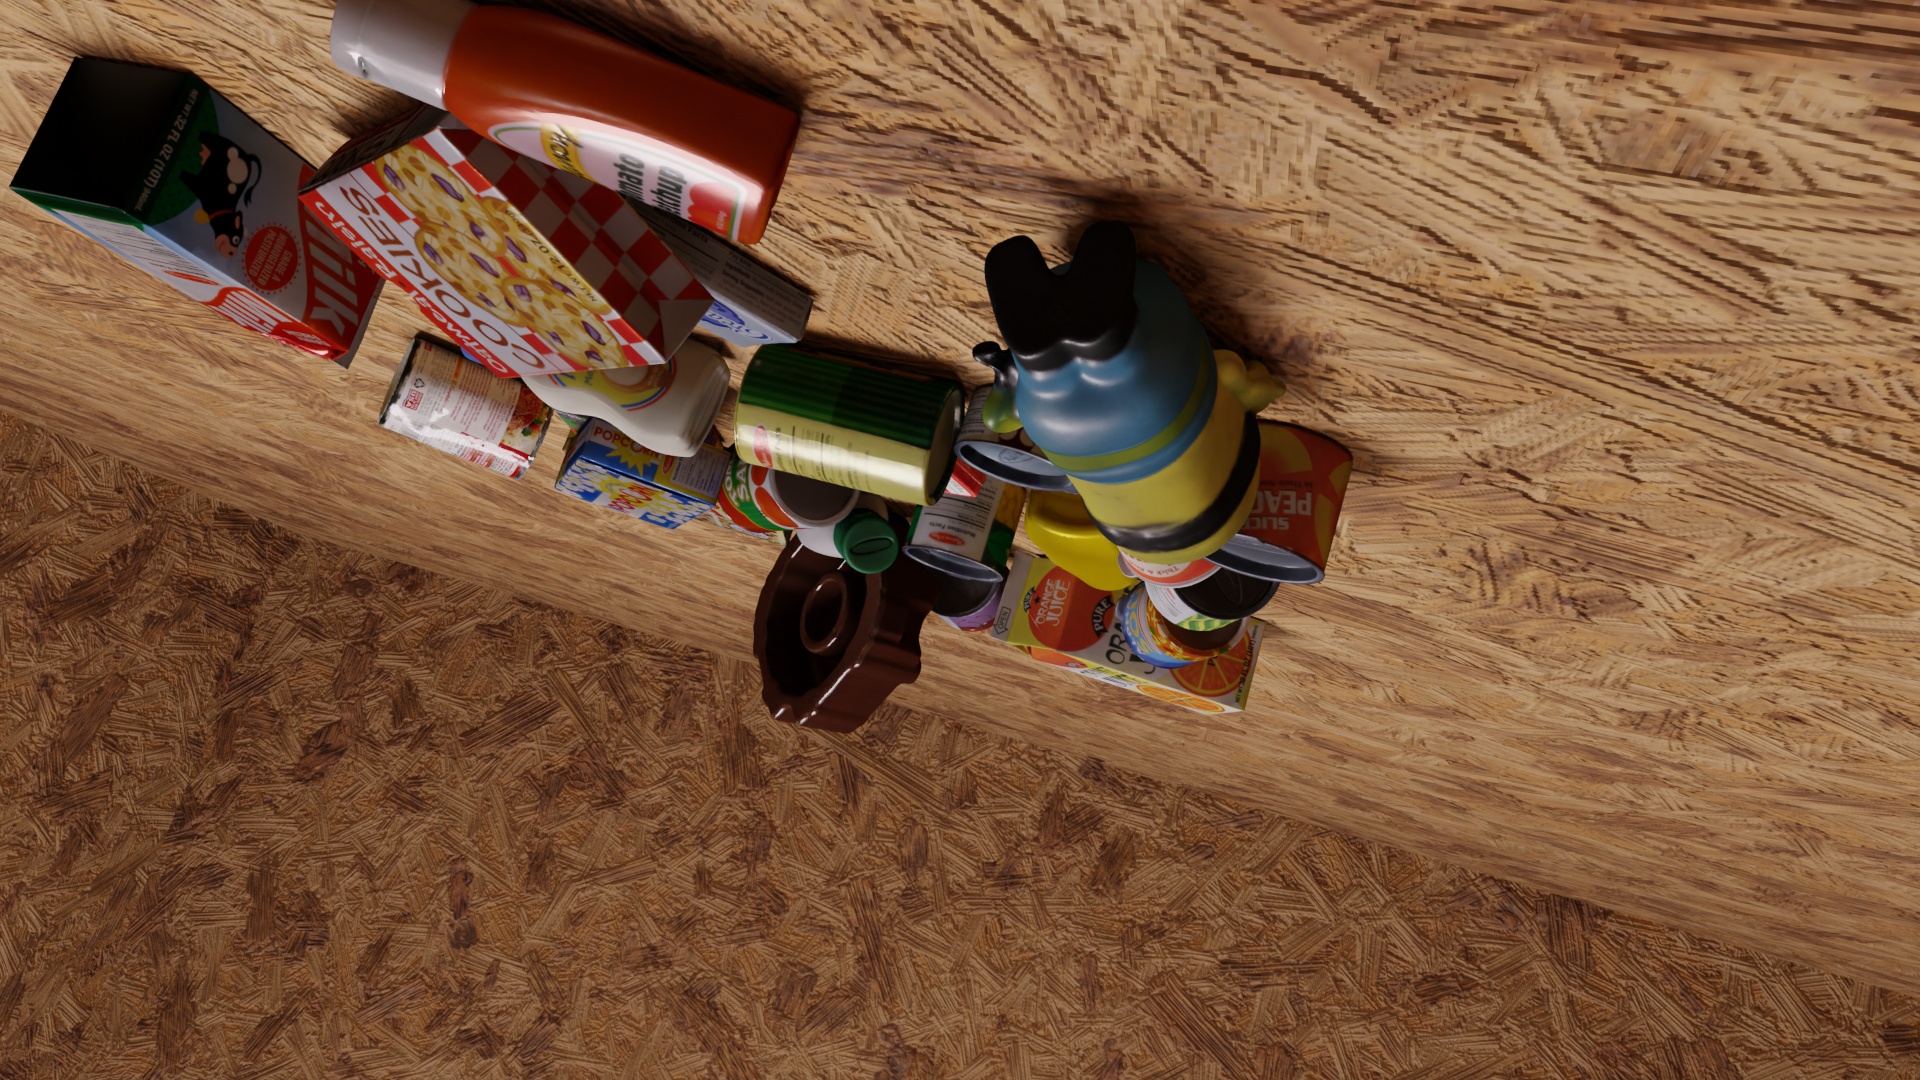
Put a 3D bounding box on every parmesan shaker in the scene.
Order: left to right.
[{"bbox_3d":[-0.055,-0.059,0.716,0.103,0.071,0.071,14,168,12],"label":"parmesan shaker"}]

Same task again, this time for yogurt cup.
[{"bbox_3d":[0.102,-0.017,0.698,0.072,0.072,0.054,8,157,37],"label":"yogurt cup"}]

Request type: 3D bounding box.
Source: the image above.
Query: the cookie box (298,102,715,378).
[{"bbox_3d":[-0.199,-0.126,0.595,0.167,0.040,0.122,4,145,49],"label":"cookie box"}]

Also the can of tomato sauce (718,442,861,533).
[{"bbox_3d":[-0.112,-0.040,0.892,0.071,0.071,0.083,24,165,-30],"label":"can of tomato sauce"}]

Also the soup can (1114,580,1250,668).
[{"bbox_3d":[0.147,0.049,0.928,0.071,0.071,0.083,18,168,-4],"label":"soup can"}]

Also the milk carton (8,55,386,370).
[{"bbox_3d":[-0.357,-0.154,0.698,0.073,0.072,0.190,13,167,18],"label":"milk carton"}]

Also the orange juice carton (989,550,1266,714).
[{"bbox_3d":[0.122,0.069,1.047,0.193,0.072,0.073,18,167,-7],"label":"orange juice carton"}]

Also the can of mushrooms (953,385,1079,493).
[{"bbox_3d":[0.035,-0.051,0.710,0.071,0.033,0.071,16,168,4],"label":"can of mushrooms"}]

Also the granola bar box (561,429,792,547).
[{"bbox_3d":[-0.208,-0.047,1.065,0.166,0.039,0.124,18,169,-1],"label":"granola bar box"}]

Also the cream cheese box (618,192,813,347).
[{"bbox_3d":[-0.123,-0.121,0.631,0.104,0.024,0.053,27,167,-38],"label":"cream cheese box"}]

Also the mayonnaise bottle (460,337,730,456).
[{"bbox_3d":[-0.208,-0.097,0.780,0.148,0.065,0.041,19,165,11],"label":"mayonnaise bottle"}]

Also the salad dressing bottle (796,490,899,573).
[{"bbox_3d":[-0.074,-0.009,0.934,0.064,0.044,0.148,-13,-167,-12],"label":"salad dressing bottle"}]

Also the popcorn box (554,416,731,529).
[{"bbox_3d":[-0.203,-0.044,0.878,0.085,0.038,0.126,20,166,-20],"label":"popcorn box"}]

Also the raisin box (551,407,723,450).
[{"bbox_3d":[-0.215,-0.076,0.938,0.086,0.040,0.123,15,167,4],"label":"raisin box"}]

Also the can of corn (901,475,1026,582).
[{"bbox_3d":[0.003,-0.011,0.878,0.071,0.058,0.071,16,168,4],"label":"can of corn"}]

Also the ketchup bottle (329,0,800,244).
[{"bbox_3d":[-0.131,-0.148,0.468,0.149,0.043,0.064,20,168,-10],"label":"ketchup bottle"}]

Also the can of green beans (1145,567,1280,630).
[{"bbox_3d":[0.142,0.016,0.785,0.071,0.071,0.057,17,169,-1],"label":"can of green beans"}]

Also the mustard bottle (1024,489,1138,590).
[{"bbox_3d":[0.083,-0.001,0.833,0.065,0.049,0.160,14,169,19],"label":"mustard bottle"}]

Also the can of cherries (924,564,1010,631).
[{"bbox_3d":[0.007,0.032,1.060,0.071,0.071,0.058,13,168,18],"label":"can of cherries"}]

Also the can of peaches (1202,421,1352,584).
[{"bbox_3d":[0.143,-0.018,0.645,0.071,0.058,0.071,17,168,4],"label":"can of peaches"}]
